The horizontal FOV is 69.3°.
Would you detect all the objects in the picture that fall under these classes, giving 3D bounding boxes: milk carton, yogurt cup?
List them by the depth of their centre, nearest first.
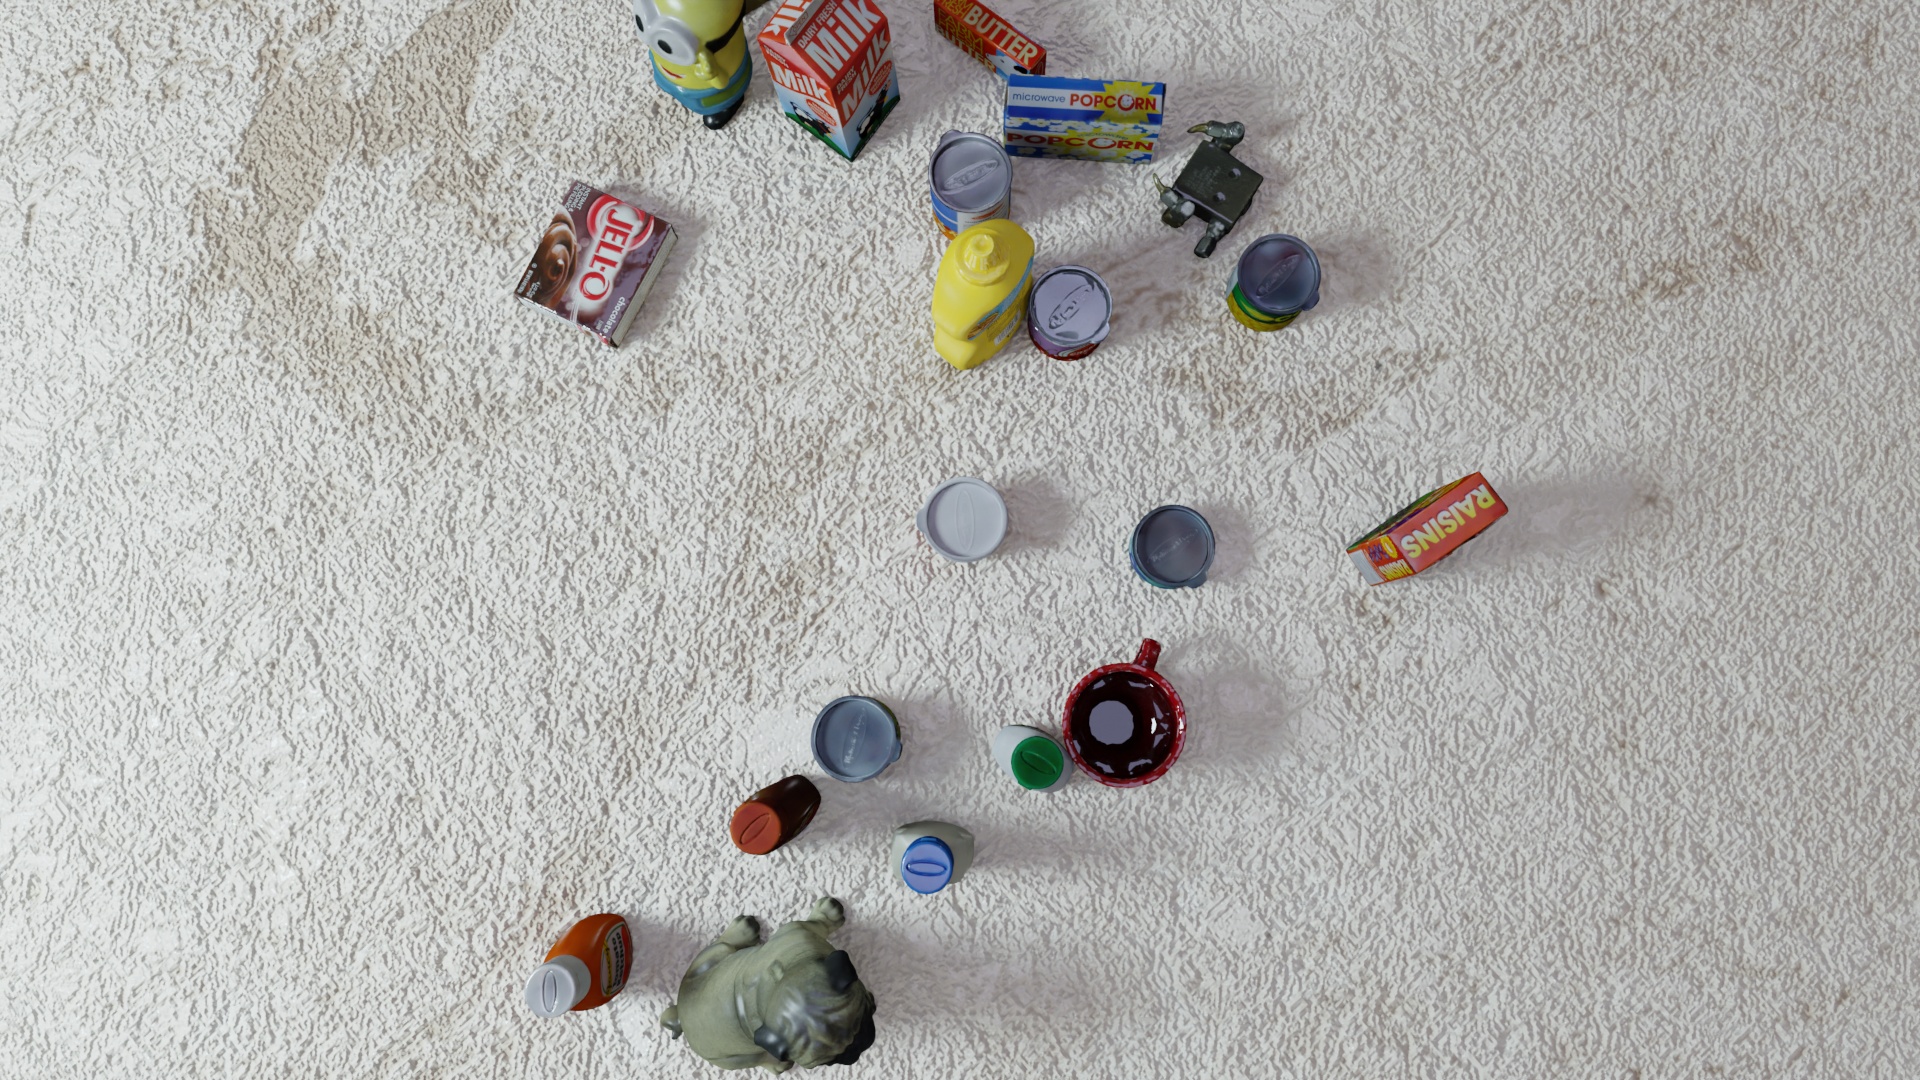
[{"bbox_3d":[-0.102,-0.376,1.083,0.073,0.190,0.072,36,85,5],"label":"milk carton"},{"bbox_3d":[0.004,-0.014,1.105,0.072,0.054,0.072,0,83,1],"label":"yogurt cup"}]

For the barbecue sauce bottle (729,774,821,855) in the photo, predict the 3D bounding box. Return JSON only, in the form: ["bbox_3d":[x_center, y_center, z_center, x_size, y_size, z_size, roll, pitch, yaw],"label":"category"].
[{"bbox_3d":[-0.141,0.207,1.032,0.065,0.148,0.044,-44,85,-4],"label":"barbecue sauce bottle"}]

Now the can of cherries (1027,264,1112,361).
[{"bbox_3d":[0.089,-0.180,1.122,0.071,0.058,0.071,0,83,1],"label":"can of cherries"}]

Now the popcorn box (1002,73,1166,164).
[{"bbox_3d":[0.098,-0.342,1.129,0.127,0.085,0.038,4,84,1],"label":"popcorn box"}]

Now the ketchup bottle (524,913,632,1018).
[{"bbox_3d":[-0.280,0.316,1.020,0.043,0.148,0.065,-3,83,1],"label":"ketchup bottle"}]

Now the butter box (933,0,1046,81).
[{"bbox_3d":[0.024,-0.417,1.155,0.103,0.053,0.024,37,85,5],"label":"butter box"}]

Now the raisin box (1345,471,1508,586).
[{"bbox_3d":[0.354,-0.006,1.065,0.086,0.123,0.040,-34,84,-3],"label":"raisin box"}]

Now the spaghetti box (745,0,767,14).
[{"bbox_3d":[-0.095,-0.523,1.172,0.250,0.050,0.029,-32,84,-3],"label":"spaghetti box"}]

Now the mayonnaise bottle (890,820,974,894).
[{"bbox_3d":[-0.023,0.234,1.027,0.065,0.148,0.041,4,84,1],"label":"mayonnaise bottle"}]

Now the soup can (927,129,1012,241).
[{"bbox_3d":[0.007,-0.285,1.124,0.071,0.083,0.071,0,83,1],"label":"soup can"}]

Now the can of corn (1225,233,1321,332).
[{"bbox_3d":[0.254,-0.206,1.124,0.071,0.058,0.071,0,83,1],"label":"can of corn"}]

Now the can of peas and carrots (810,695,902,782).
[{"bbox_3d":[-0.078,0.154,1.083,0.071,0.058,0.071,0,83,1],"label":"can of peas and carrots"}]

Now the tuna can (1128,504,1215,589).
[{"bbox_3d":[0.170,0.008,1.111,0.071,0.033,0.071,0,83,1],"label":"tuna can"}]

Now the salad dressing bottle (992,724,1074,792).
[{"bbox_3d":[0.055,0.163,1.035,0.064,0.147,0.044,30,85,4],"label":"salad dressing bottle"}]
